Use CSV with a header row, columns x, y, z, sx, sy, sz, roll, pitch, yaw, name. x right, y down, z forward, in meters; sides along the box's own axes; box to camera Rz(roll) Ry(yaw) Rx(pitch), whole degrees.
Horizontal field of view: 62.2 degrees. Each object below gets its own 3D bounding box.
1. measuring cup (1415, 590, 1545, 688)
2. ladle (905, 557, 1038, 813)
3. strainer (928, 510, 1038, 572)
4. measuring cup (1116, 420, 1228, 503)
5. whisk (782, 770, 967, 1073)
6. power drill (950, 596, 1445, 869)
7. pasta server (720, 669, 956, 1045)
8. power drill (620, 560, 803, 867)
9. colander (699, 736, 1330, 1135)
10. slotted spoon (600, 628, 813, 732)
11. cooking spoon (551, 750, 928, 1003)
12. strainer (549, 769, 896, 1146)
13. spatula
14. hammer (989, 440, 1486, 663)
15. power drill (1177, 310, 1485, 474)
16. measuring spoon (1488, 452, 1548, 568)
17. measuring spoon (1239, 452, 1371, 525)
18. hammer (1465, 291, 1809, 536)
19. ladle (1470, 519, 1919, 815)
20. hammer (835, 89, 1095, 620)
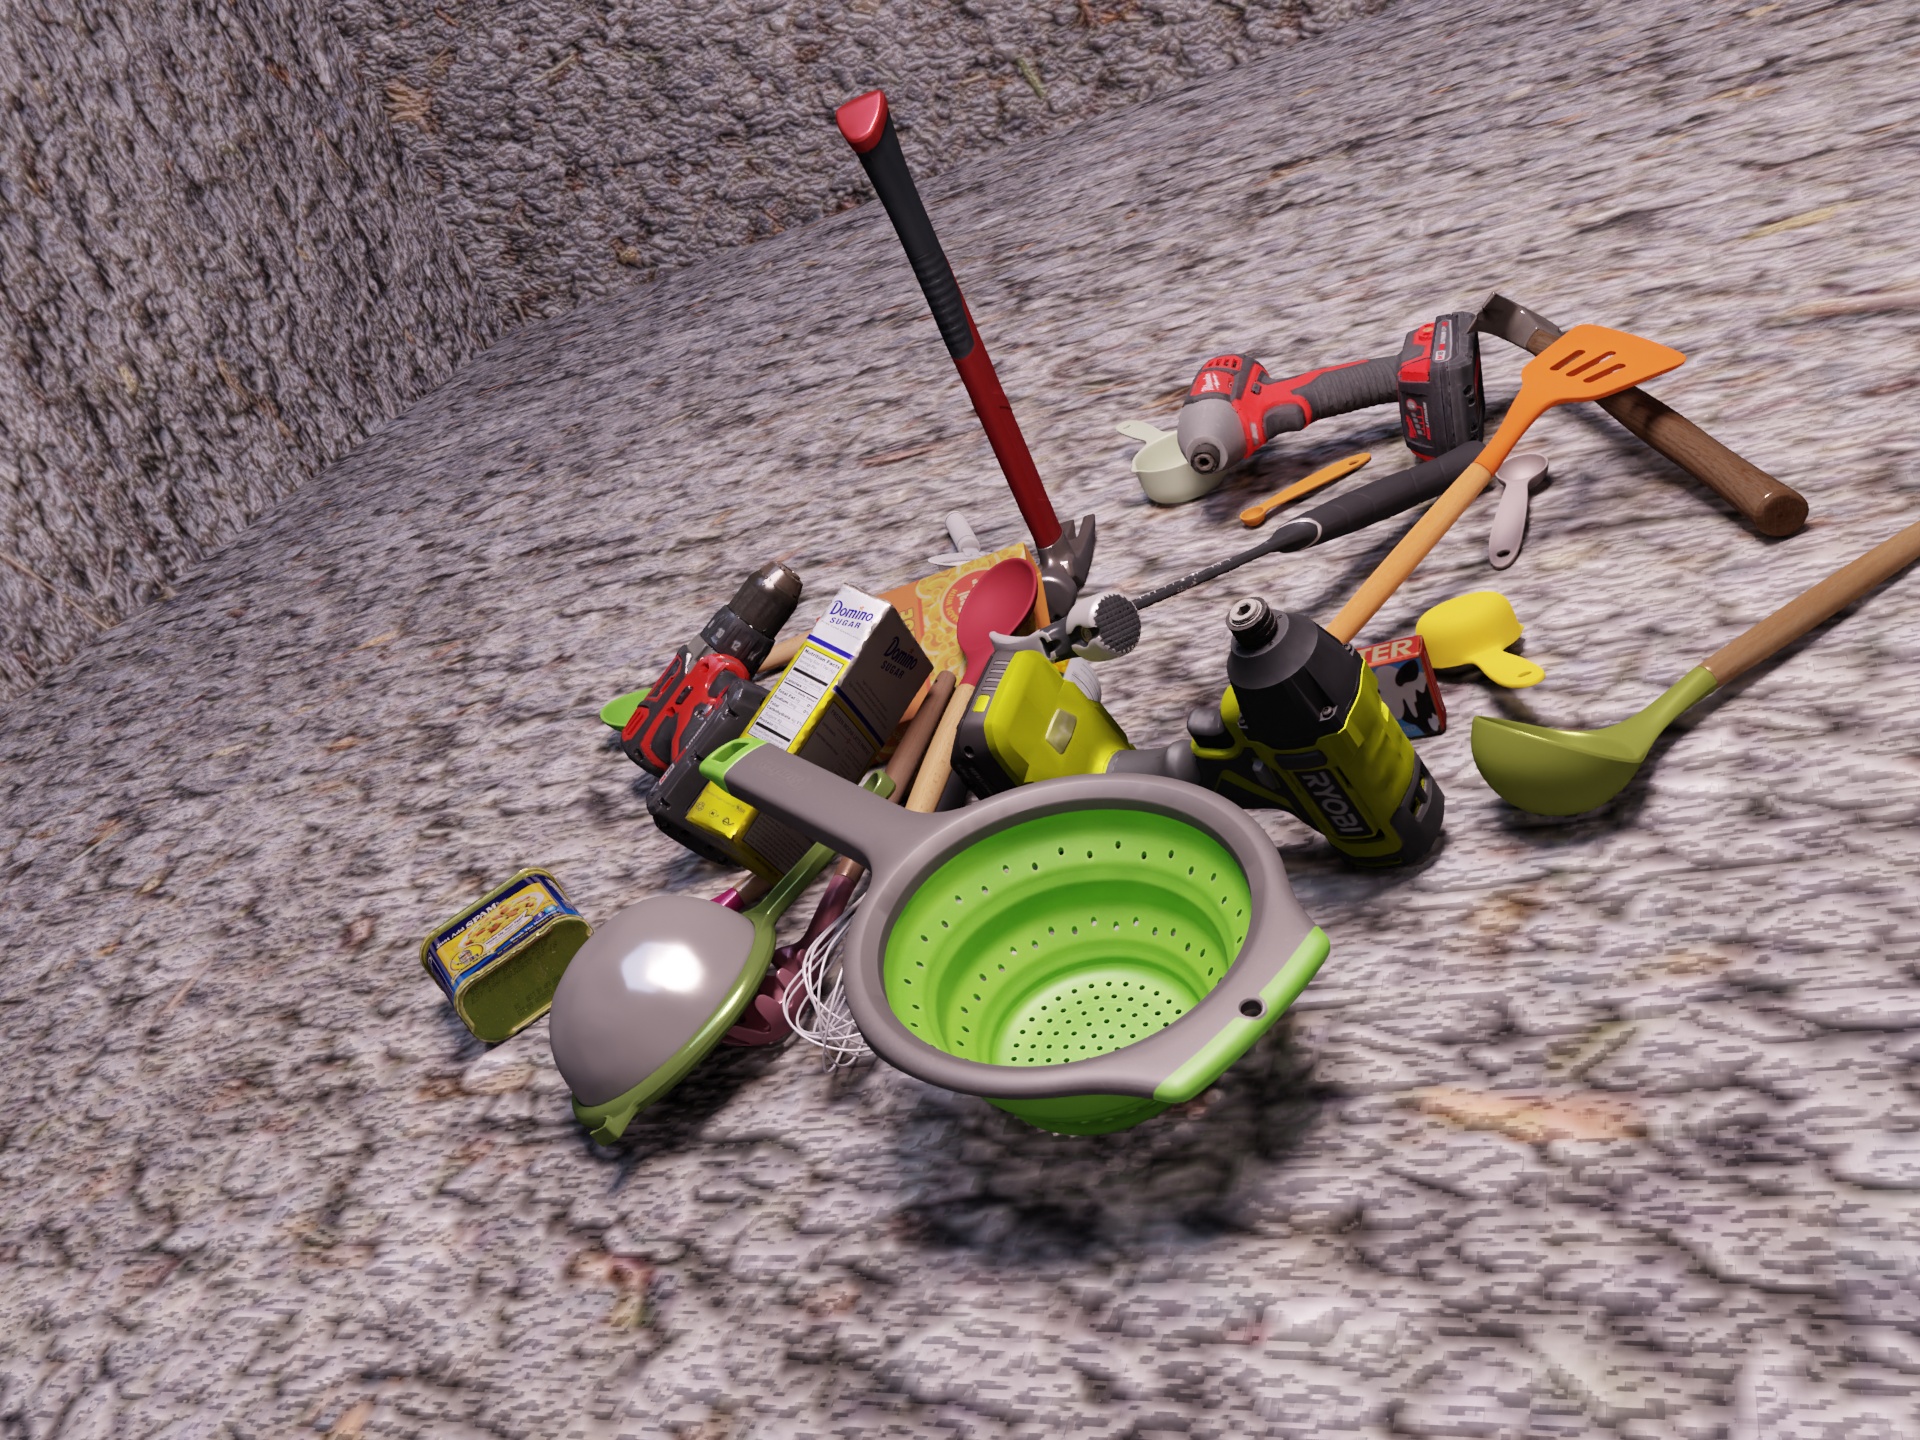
x,y,z,sx,sy,sz,roll,pitch,yaw,name
0.288,-0.044,0.870,0.062,0.029,0.156,-22,9,8,measuring cup
-0.002,-0.003,0.977,0.069,0.031,0.316,-27,25,32,ladle
0.009,-0.139,1.318,0.087,0.050,0.259,-1,20,-7,strainer
0.169,-0.221,1.329,0.083,0.038,0.168,-28,25,-5,measuring cup
-0.036,0.099,0.920,0.070,0.070,0.285,-14,24,22,whisk
0.112,0.010,0.818,0.223,0.171,0.080,-7,46,41,power drill
-0.066,0.073,0.965,0.060,0.040,0.316,-26,28,43,pasta server
-0.162,-0.014,1.138,0.188,0.080,0.227,-52,26,5,power drill
0.001,0.100,0.792,0.204,0.094,0.397,-38,38,-27,colander
-0.148,-0.054,1.314,0.314,0.031,0.070,-22,27,2,slotted spoon
-0.121,0.099,1.025,0.319,0.017,0.069,-35,40,-17,cooking spoon
-0.143,0.109,0.893,0.256,0.069,0.151,-47,18,-10,strainer
0.306,-0.129,0.972,0.322,0.041,0.081,-48,44,-2,spatula
0.195,-0.108,1.002,0.409,0.036,0.149,-24,5,-30,hammer
0.271,-0.233,1.182,0.220,0.078,0.143,-3,34,23,power drill
0.361,-0.133,1.036,0.034,0.018,0.124,-4,40,32,measuring spoon
0.261,-0.173,1.196,0.117,0.011,0.021,-28,27,-12,measuring spoon
0.430,-0.204,1.025,0.031,0.130,0.332,-61,24,25,hammer
0.392,-0.044,0.801,0.320,0.062,0.078,-30,23,-14,ladle
0.011,-0.268,1.158,0.038,0.386,0.143,-14,29,22,hammer
